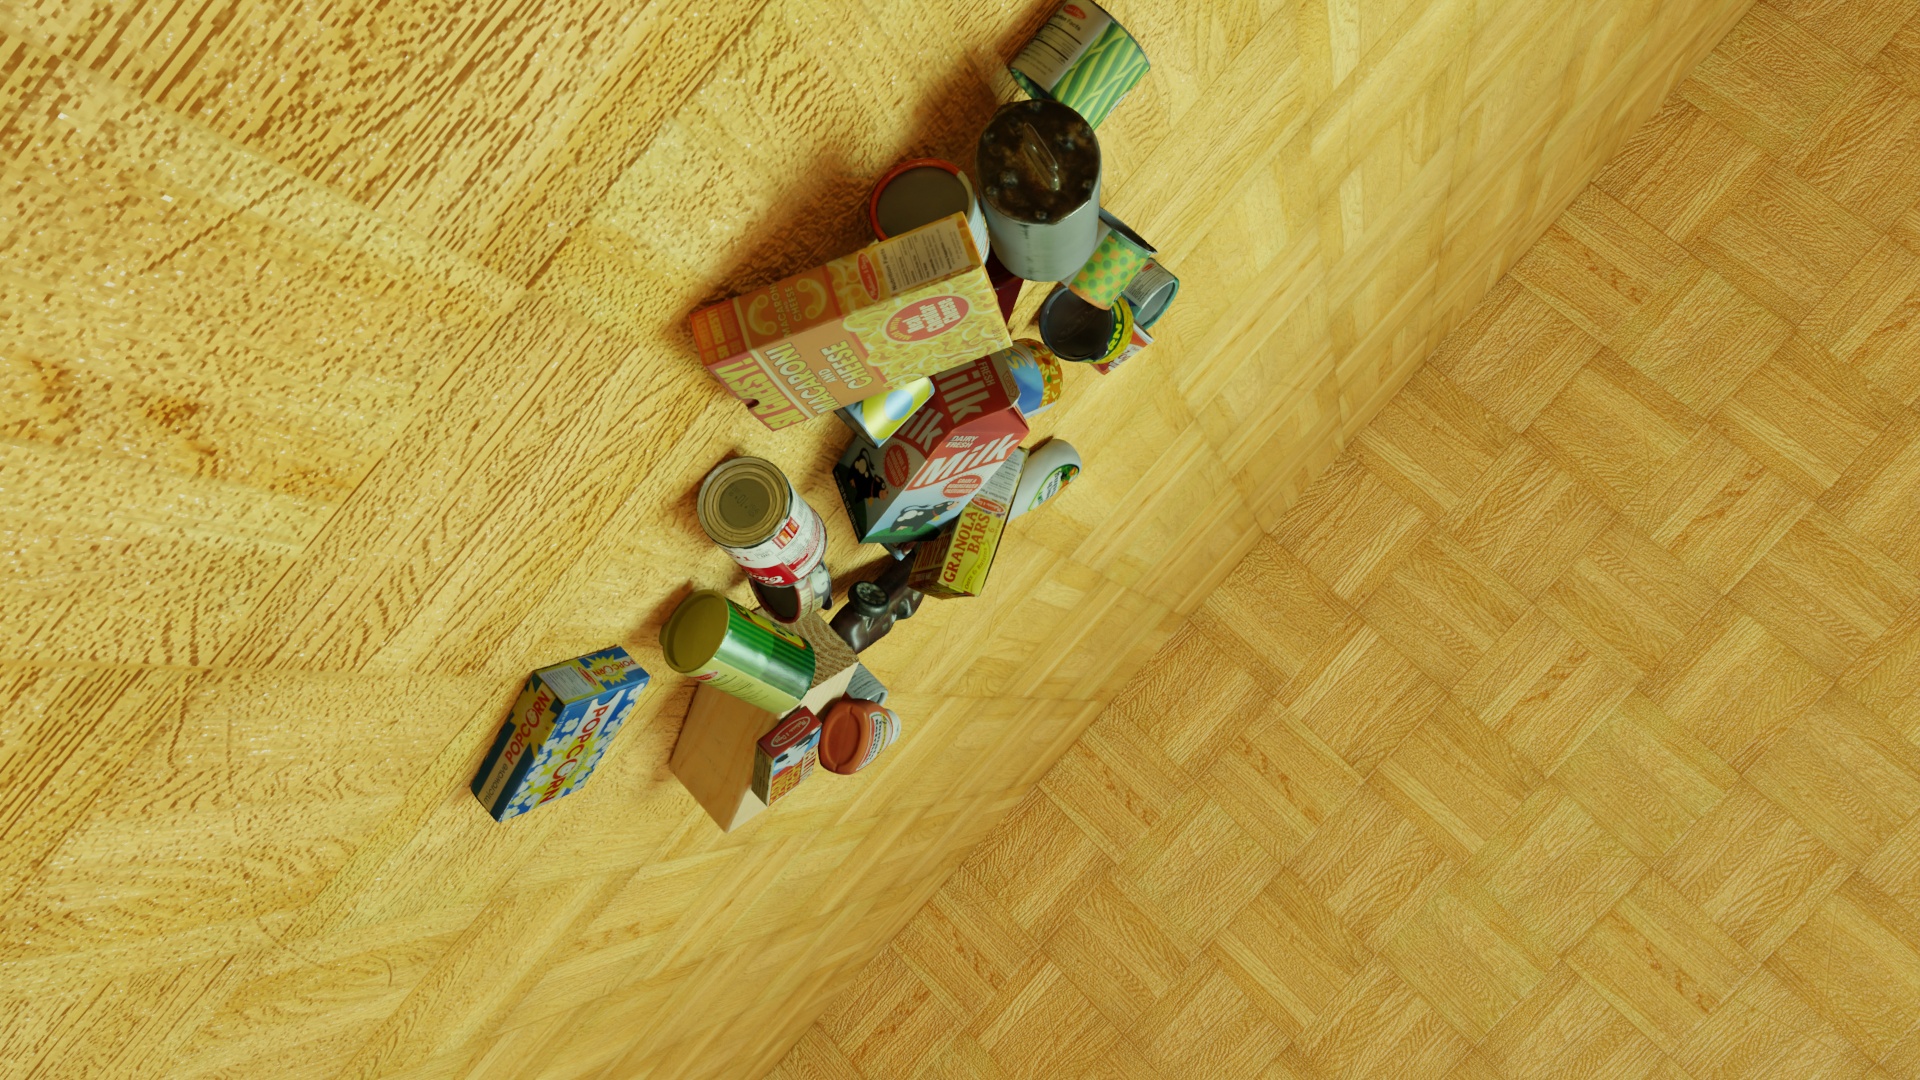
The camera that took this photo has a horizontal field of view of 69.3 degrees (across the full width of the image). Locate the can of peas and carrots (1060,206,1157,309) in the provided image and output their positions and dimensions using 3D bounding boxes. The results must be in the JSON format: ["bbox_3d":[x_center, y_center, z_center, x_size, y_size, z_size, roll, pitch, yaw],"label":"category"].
[{"bbox_3d":[0.110,-0.222,1.089,0.058,0.071,0.071,-52,162,21],"label":"can of peas and carrots"}]

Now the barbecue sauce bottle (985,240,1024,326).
[{"bbox_3d":[0.004,-0.154,1.036,0.065,0.044,0.147,-30,158,-31],"label":"barbecue sauce bottle"}]

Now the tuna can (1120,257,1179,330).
[{"bbox_3d":[0.170,-0.225,1.291,0.071,0.033,0.070,-41,162,-17],"label":"tuna can"}]

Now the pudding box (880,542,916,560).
[{"bbox_3d":[-0.055,-0.017,1.230,0.050,0.030,0.083,-46,163,-4],"label":"pudding box"}]

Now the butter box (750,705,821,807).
[{"bbox_3d":[-0.146,0.181,1.160,0.053,0.024,0.103,-35,160,-28],"label":"butter box"}]

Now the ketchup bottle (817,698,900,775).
[{"bbox_3d":[-0.088,0.172,1.249,0.149,0.043,0.064,20,84,-79],"label":"ketchup bottle"}]

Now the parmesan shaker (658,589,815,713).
[{"bbox_3d":[-0.170,0.086,1.066,0.071,0.071,0.103,-48,137,6],"label":"parmesan shaker"}]

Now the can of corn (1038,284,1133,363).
[{"bbox_3d":[0.109,-0.181,1.178,0.071,0.071,0.058,-53,163,19],"label":"can of corn"}]

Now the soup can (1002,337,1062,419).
[{"bbox_3d":[0.034,-0.129,1.133,0.084,0.071,0.071,-28,155,-49],"label":"soup can"}]

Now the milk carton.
[{"bbox_3d":[-0.015,-0.077,1.027,0.073,0.072,0.189,-2,148,-36],"label":"milk carton"}]

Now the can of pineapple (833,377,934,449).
[{"bbox_3d":[-0.061,-0.106,0.950,0.058,0.071,0.071,-45,163,-6],"label":"can of pineapple"}]

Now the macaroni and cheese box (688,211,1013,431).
[{"bbox_3d":[-0.060,-0.125,0.830,0.166,0.040,0.123,-20,164,5],"label":"macaroni and cheese box"}]

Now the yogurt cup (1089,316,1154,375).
[{"bbox_3d":[0.129,-0.184,1.236,0.054,0.072,0.072,-42,165,14],"label":"yogurt cup"}]

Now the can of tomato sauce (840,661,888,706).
[{"bbox_3d":[-0.121,0.140,1.336,0.071,0.083,0.071,-41,162,-17],"label":"can of tomato sauce"}]

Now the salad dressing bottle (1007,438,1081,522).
[{"bbox_3d":[0.059,-0.048,1.408,0.148,0.044,0.064,-37,159,-28],"label":"salad dressing bottle"}]

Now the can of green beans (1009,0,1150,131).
[{"bbox_3d":[0.073,-0.289,0.850,0.058,0.071,0.071,-48,163,6],"label":"can of green beans"}]

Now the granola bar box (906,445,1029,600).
[{"bbox_3d":[0.004,-0.014,1.155,0.165,0.039,0.124,162,-52,-79],"label":"granola bar box"}]

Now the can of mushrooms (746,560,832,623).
[{"bbox_3d":[-0.133,0.031,1.081,0.033,0.071,0.070,-30,157,-38],"label":"can of mushrooms"}]

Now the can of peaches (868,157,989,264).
[{"bbox_3d":[-0.021,-0.192,0.853,0.071,0.071,0.058,-45,163,-5],"label":"can of peaches"}]

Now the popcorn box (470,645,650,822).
[{"bbox_3d":[-0.290,0.140,1.006,0.126,0.038,0.085,-55,160,26],"label":"popcorn box"}]
